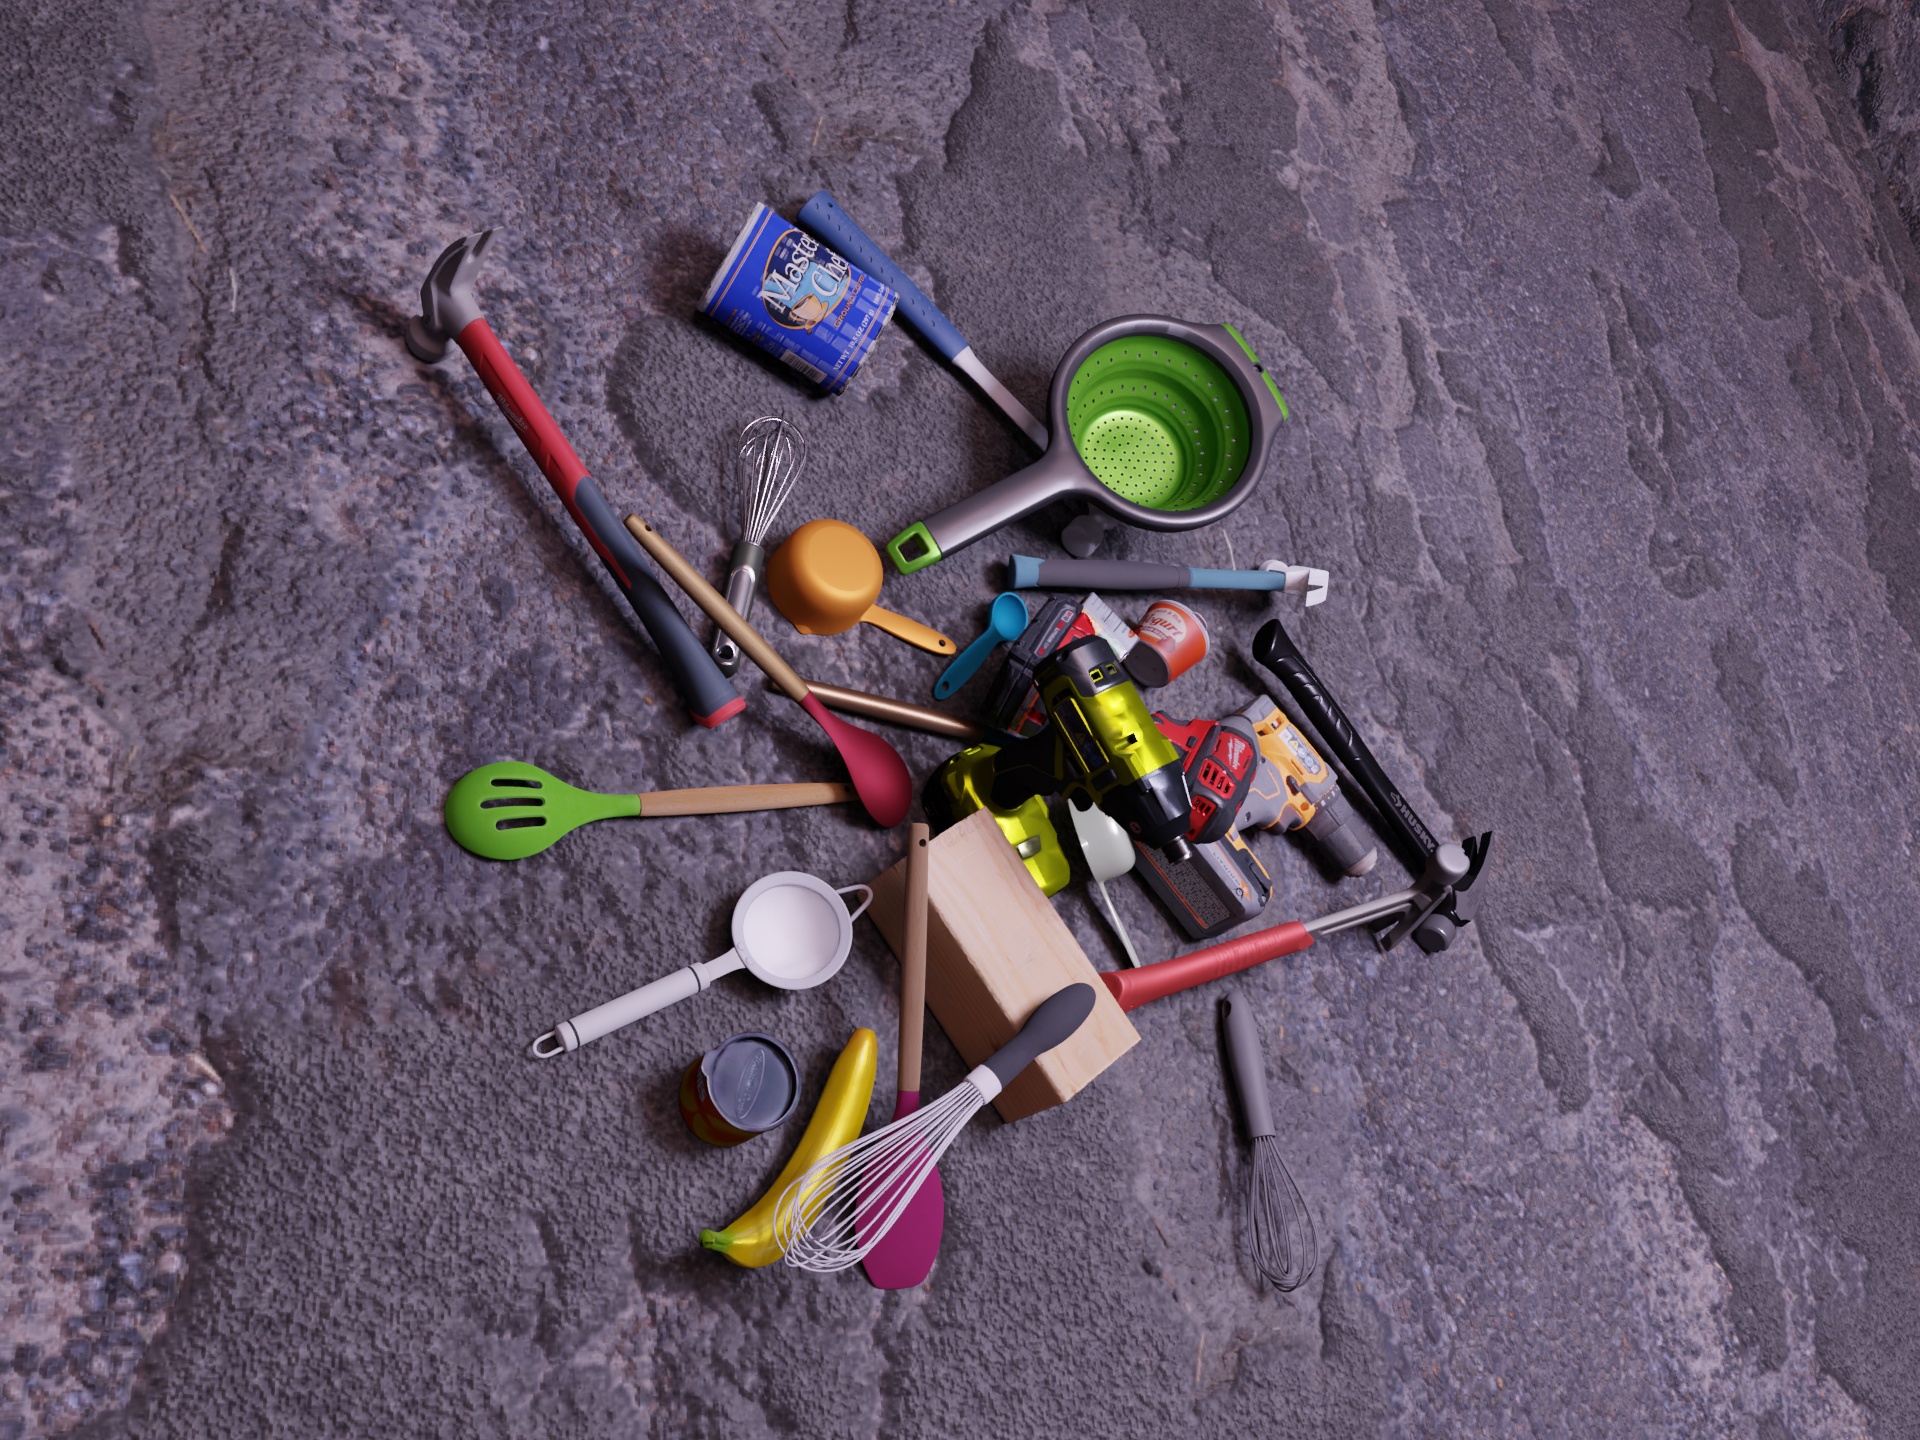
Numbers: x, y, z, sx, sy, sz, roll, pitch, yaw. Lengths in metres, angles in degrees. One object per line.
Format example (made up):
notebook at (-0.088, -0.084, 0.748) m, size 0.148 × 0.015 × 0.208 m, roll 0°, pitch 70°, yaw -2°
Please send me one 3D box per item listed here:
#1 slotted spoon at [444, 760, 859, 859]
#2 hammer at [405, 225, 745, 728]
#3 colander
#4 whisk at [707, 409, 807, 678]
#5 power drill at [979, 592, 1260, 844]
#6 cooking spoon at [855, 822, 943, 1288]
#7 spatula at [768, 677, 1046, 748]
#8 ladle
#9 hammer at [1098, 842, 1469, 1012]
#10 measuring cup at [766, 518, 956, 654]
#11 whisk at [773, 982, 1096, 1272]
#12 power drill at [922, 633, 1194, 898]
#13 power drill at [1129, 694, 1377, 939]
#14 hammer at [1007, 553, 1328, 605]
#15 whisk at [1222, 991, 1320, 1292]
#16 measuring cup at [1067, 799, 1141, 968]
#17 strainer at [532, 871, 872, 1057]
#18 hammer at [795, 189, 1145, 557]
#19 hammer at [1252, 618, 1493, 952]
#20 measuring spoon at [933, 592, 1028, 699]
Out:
slotted spoon at (-0.208, 0.057, 1.143) m, size 0.313 × 0.031 × 0.070 m, roll -1°, pitch 69°, yaw -34°
hammer at (-0.270, -0.168, 1.160) m, size 0.038 × 0.143 × 0.386 m, roll -34°, pitch 91°, yaw -41°
colander at (0.099, -0.214, 1.399) m, size 0.397 × 0.094 × 0.204 m, roll -30°, pitch 83°, yaw -19°
whisk at (-0.165, -0.142, 1.259) m, size 0.057 × 0.059 × 0.246 m, roll 14°, pitch 64°, yaw -11°
power drill at (0.140, -0.003, 1.287) m, size 0.220 × 0.078 × 0.143 m, roll 32°, pitch 41°, yaw 5°
cooking spoon at (-0.035, 0.231, 1.105) m, size 0.068 × 0.017 × 0.319 m, roll 5°, pitch 83°, yaw -28°
spatula at (-0.002, -0.004, 1.290) m, size 0.317 × 0.044 × 0.082 m, roll 13°, pitch 45°, yaw -24°
ladle at (-0.135, -0.037, 1.181) m, size 0.315 × 0.031 × 0.069 m, roll 47°, pitch 35°, yaw -21°
hammer at (0.252, 0.189, 1.313) m, size 0.359 × 0.149 × 0.037 m, roll -13°, pitch 60°, yaw -26°
measuring cup at (-0.070, -0.102, 1.291) m, size 0.173 × 0.052 × 0.095 m, roll 25°, pitch 56°, yaw -17°
whisk at (-0.008, 0.262, 1.059) m, size 0.284 × 0.070 × 0.070 m, roll -36°, pitch 88°, yaw -28°
power drill at (0.075, 0.057, 1.190) m, size 0.080 × 0.223 × 0.171 m, roll -23°, pitch 80°, yaw -37°
power drill at (0.262, 0.099, 1.380) m, size 0.185 × 0.084 × 0.226 m, roll 51°, pitch 46°, yaw 1°
hammer at (0.191, -0.130, 1.448) m, size 0.331 × 0.128 × 0.033 m, roll -1°, pitch 101°, yaw -24°
whisk at (0.241, 0.330, 1.266) m, size 0.055 × 0.055 × 0.239 m, roll 9°, pitch 58°, yaw -28°
measuring cup at (0.133, 0.132, 1.289) m, size 0.038 × 0.083 × 0.167 m, roll -22°, pitch 91°, yaw 7°
strainer at (-0.175, 0.173, 1.096) m, size 0.258 × 0.050 × 0.087 m, roll -22°, pitch 73°, yaw -31°
hammer at (0.010, -0.333, 1.470) m, size 0.405 × 0.035 × 0.144 m, roll 45°, pitch 52°, yaw -4°
hammer at (0.382, 0.045, 1.485) m, size 0.334 × 0.035 × 0.146 m, roll 52°, pitch 51°, yaw -7°
measuring spoon at (0.011, -0.061, 1.347) m, size 0.129 × 0.021 × 0.042 m, roll -48°, pitch 118°, yaw -30°
